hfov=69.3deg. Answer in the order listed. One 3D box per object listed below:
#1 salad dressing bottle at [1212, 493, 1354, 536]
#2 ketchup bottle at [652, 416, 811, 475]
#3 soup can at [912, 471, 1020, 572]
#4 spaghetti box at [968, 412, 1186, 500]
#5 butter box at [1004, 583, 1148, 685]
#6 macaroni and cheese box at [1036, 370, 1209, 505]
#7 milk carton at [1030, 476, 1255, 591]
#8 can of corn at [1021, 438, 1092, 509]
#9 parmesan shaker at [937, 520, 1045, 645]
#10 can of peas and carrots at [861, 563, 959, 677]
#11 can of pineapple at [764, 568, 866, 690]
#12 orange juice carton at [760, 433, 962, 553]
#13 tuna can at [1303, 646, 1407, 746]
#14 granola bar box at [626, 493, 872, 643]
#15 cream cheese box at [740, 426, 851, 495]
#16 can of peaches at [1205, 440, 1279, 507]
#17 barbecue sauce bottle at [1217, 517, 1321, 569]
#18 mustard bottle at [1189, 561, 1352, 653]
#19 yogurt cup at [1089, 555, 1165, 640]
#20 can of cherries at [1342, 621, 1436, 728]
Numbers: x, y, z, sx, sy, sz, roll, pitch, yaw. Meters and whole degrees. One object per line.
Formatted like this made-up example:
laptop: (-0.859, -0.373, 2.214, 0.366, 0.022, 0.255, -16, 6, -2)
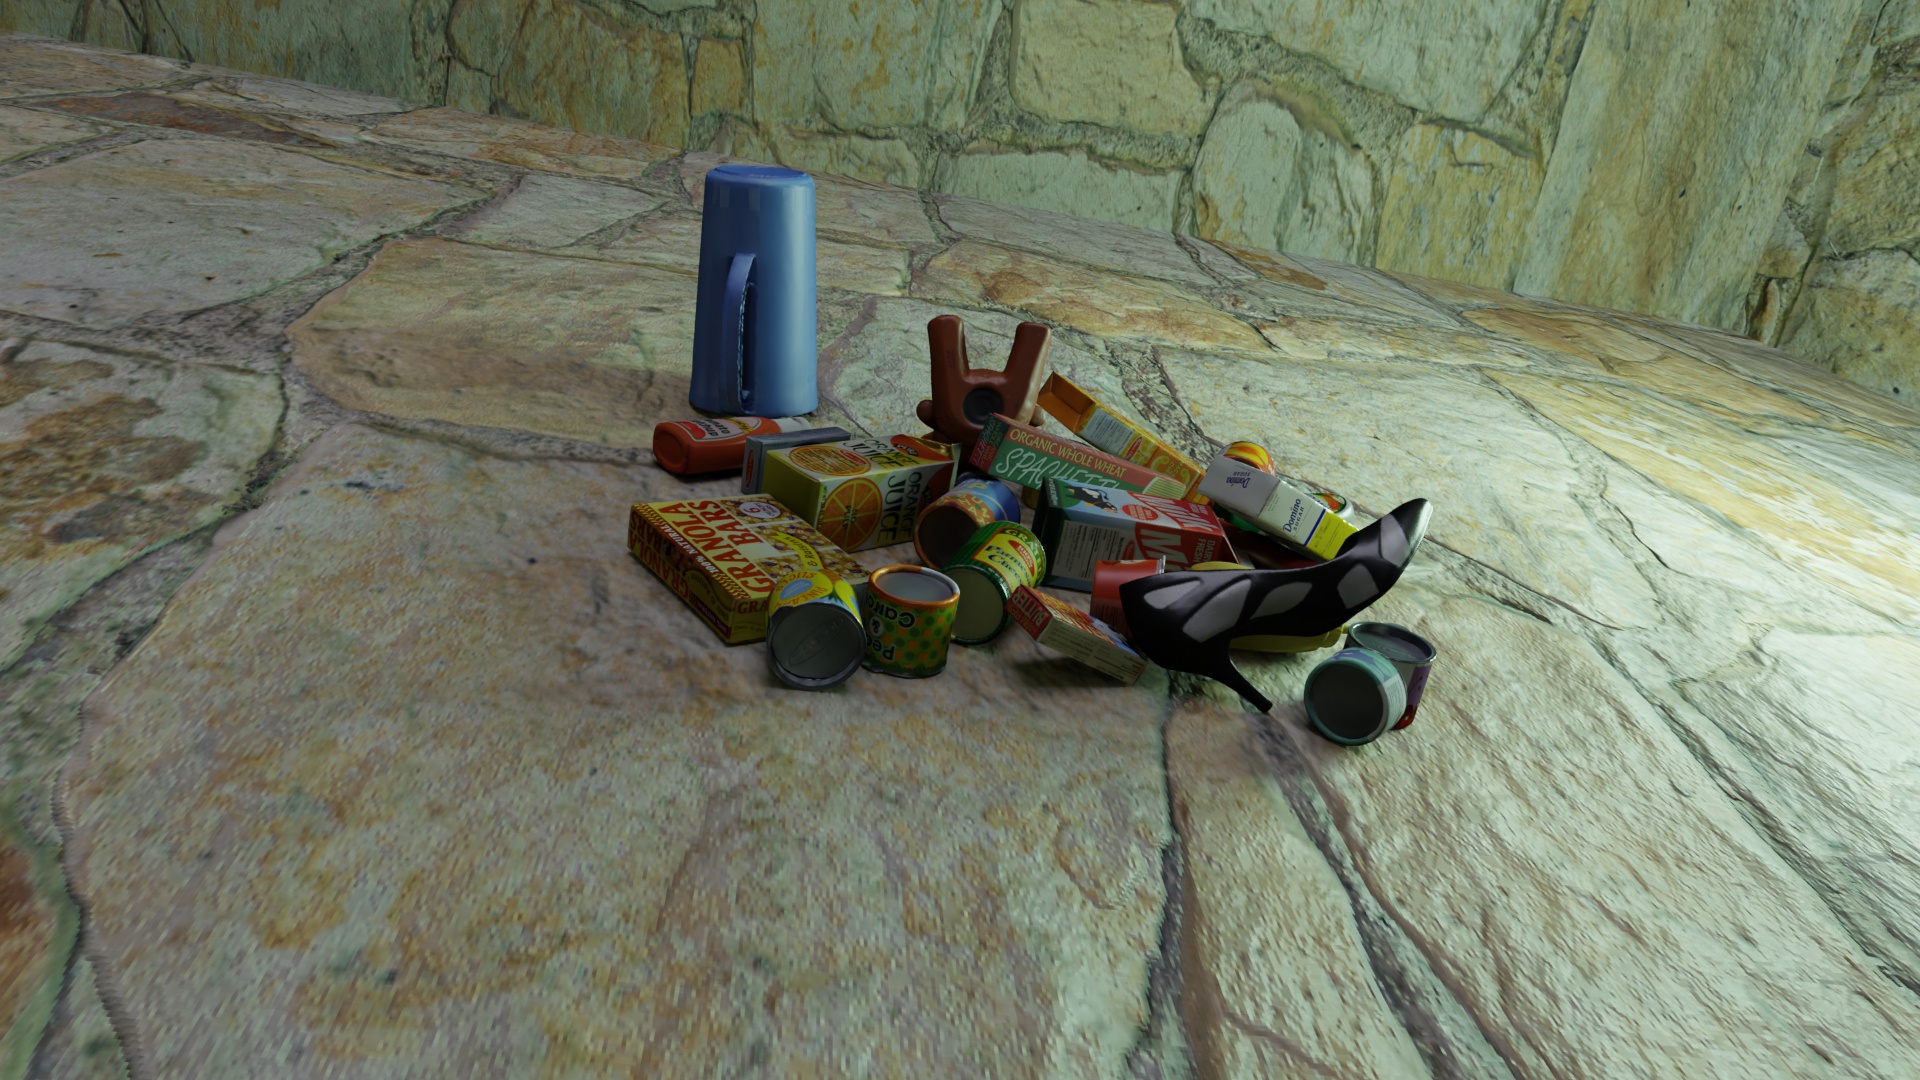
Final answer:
salad dressing bottle: (0.318, -0.024, 1.371, 0.148, 0.043, 0.064, 0, 26, -26)
ketchup bottle: (-0.205, -0.090, 1.282, 0.149, 0.043, 0.065, -10, 30, -43)
soup can: (0.004, -0.015, 1.164, 0.071, 0.071, 0.084, 18, 23, 17)
spaghetti box: (0.111, -0.059, 1.258, 0.250, 0.050, 0.029, 15, 14, -42)
butter box: (0.085, 0.068, 1.012, 0.103, 0.024, 0.053, 26, 12, -34)
macaroni and cheese box: (0.166, -0.099, 1.391, 0.166, 0.040, 0.124, 30, 10, -25)
milk carton: (0.158, 0.005, 1.186, 0.191, 0.073, 0.072, 10, 22, -4)
can of corn: (0.094, -0.063, 1.339, 0.071, 0.058, 0.071, 10, 22, -4)
parmesan shaker: (0.022, 0.034, 1.066, 0.071, 0.071, 0.103, 17, 23, 13)
can of peas and carrots: (-0.039, 0.057, 0.987, 0.071, 0.058, 0.071, 9, 22, -4)
can of pineapple: (-0.100, 0.058, 0.941, 0.071, 0.070, 0.058, 6, 22, -13)
orange juice carton: (-0.073, -0.043, 1.193, 0.193, 0.071, 0.073, -11, 31, -43)
tuna can: (0.281, 0.111, 0.999, 0.071, 0.070, 0.033, 26, 27, 33)
granola bar box: (-0.159, 0.018, 1.050, 0.124, 0.039, 0.166, -7, 28, -38)
cream cheese box: (-0.147, -0.071, 1.251, 0.104, 0.053, 0.024, -11, 29, -43)
can of peaches: (0.288, -0.063, 1.421, 0.071, 0.071, 0.058, 18, 23, 16)
barbecue sauce bottle: (0.274, 0.021, 1.241, 0.065, 0.043, 0.149, 7, 18, -46)
mustard bottle: (0.255, 0.060, 1.119, 0.160, 0.065, 0.049, 12, 27, -14)
yogurt cup: (0.130, 0.046, 1.091, 0.054, 0.072, 0.073, 6, 21, 8)
can of cherries: (0.321, 0.101, 1.054, 0.071, 0.058, 0.072, 9, 22, -3)
